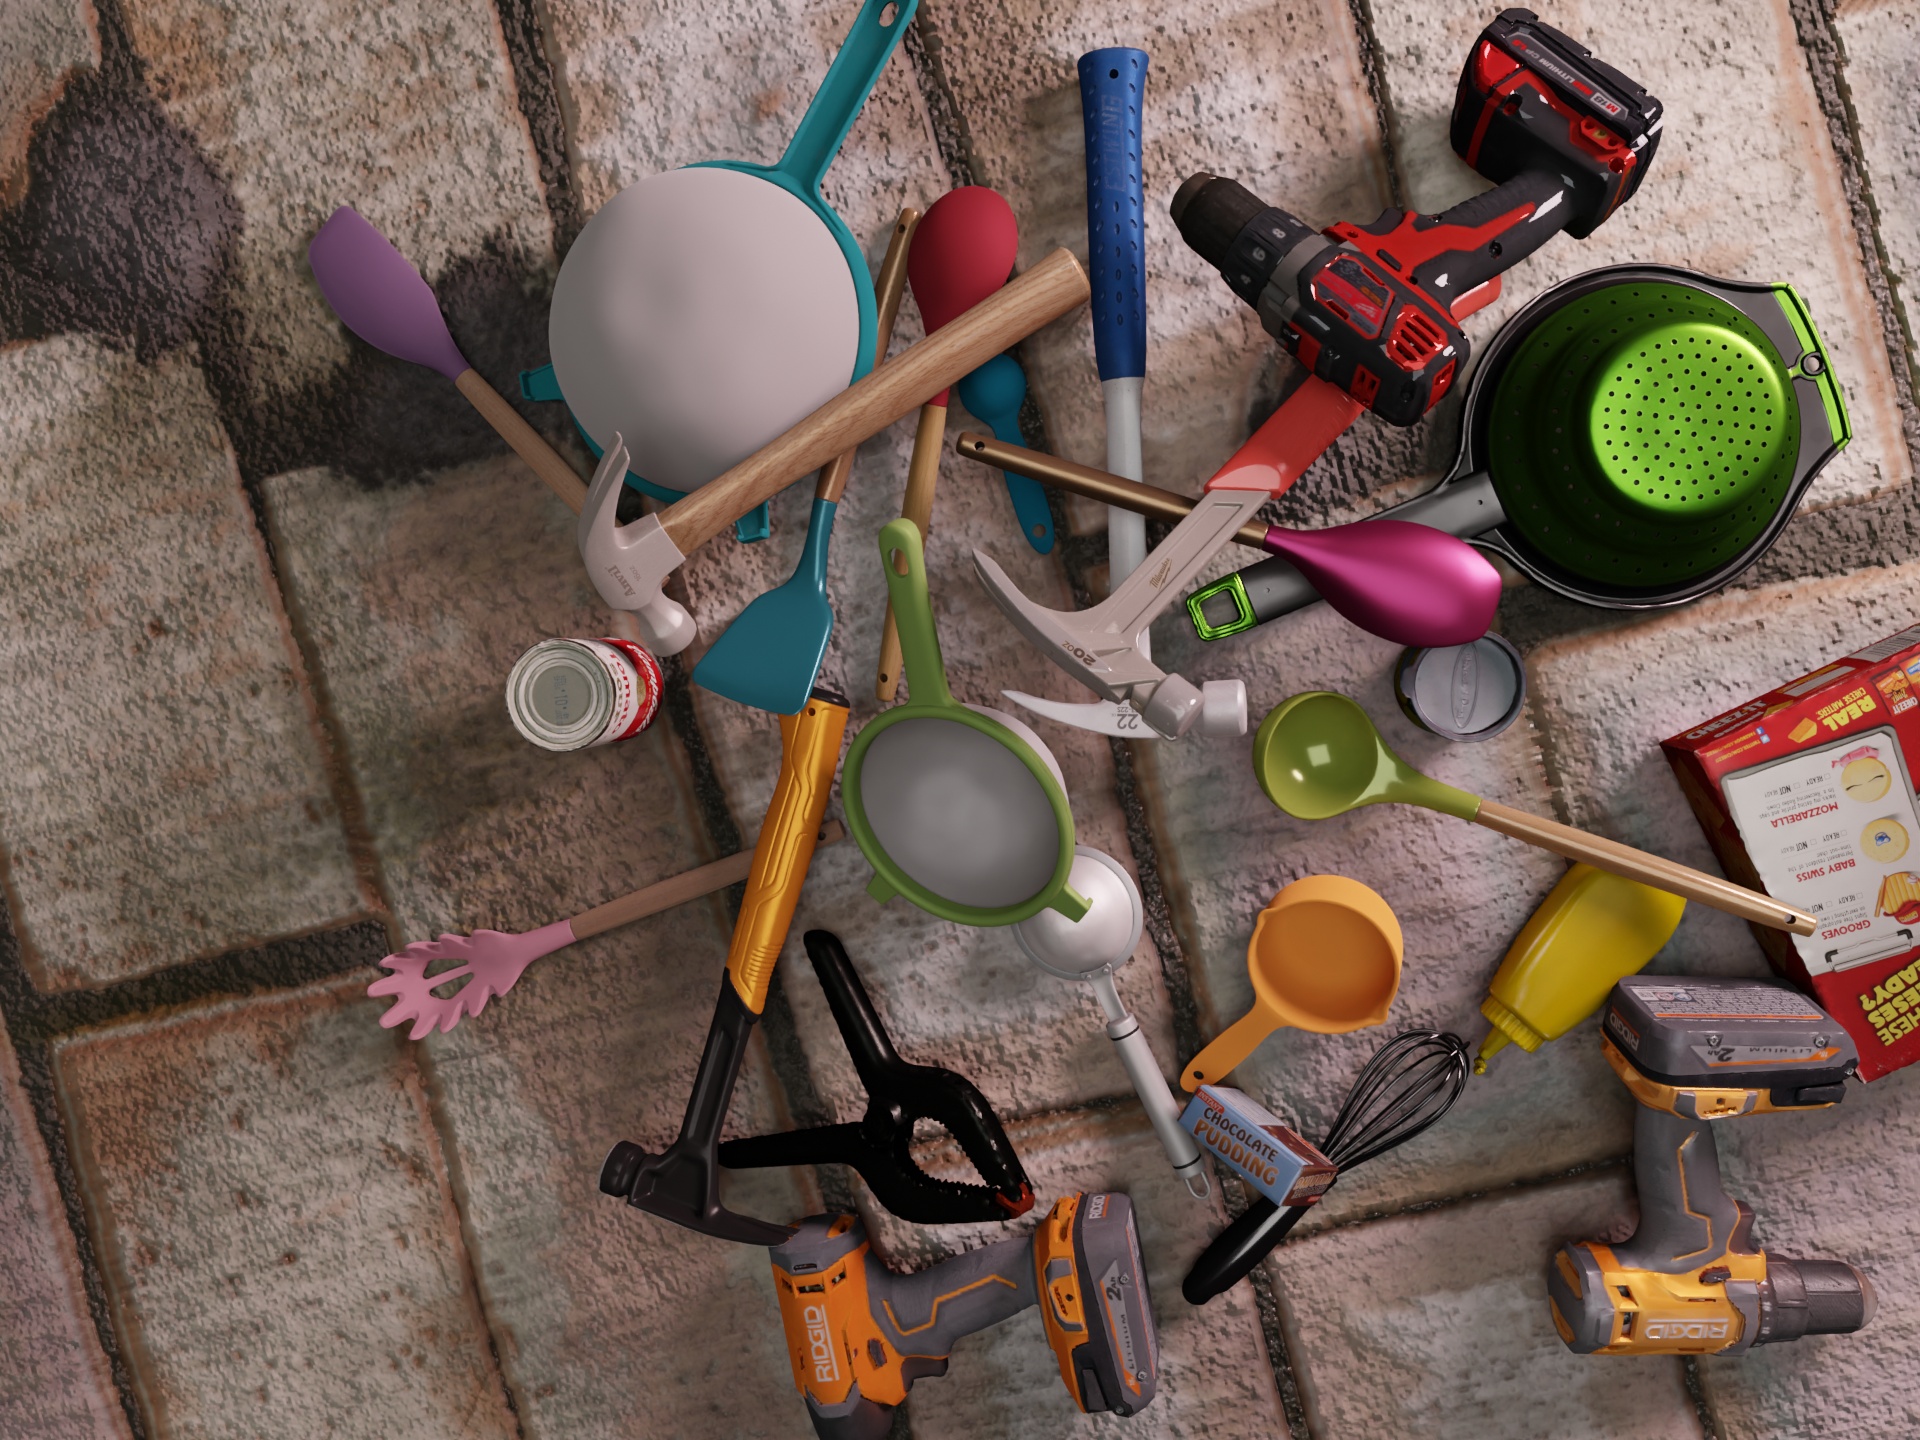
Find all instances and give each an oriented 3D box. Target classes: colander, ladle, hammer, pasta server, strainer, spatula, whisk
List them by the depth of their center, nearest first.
[{"bbox_3d":[0.174,-0.158,0.892,0.149,0.036,0.359,40,76,14],"label":"hammer"},{"bbox_3d":[0.319,-0.133,0.908,0.397,0.094,0.204,-23,91,6],"label":"colander"},{"bbox_3d":[0.322,0.061,0.909,0.320,0.062,0.078,20,96,16],"label":"ladle"},{"bbox_3d":[-0.071,-0.170,0.909,0.331,0.129,0.031,-33,45,-1],"label":"hammer"},{"bbox_3d":[-0.129,-0.286,0.920,0.211,0.095,0.340,34,102,12],"label":"strainer"},{"bbox_3d":[-0.001,-0.003,0.935,0.151,0.069,0.256,1,116,28],"label":"strainer"},{"bbox_3d":[0.090,-0.191,0.945,0.144,0.035,0.405,-2,89,12],"label":"hammer"},{"bbox_3d":[-0.021,-0.165,0.966,0.069,0.031,0.315,14,101,22],"label":"ladle"},{"bbox_3d":[-0.119,0.145,0.968,0.127,0.034,0.337,15,90,15],"label":"hammer"},{"bbox_3d":[0.220,0.274,0.968,0.055,0.055,0.239,43,100,2],"label":"whisk"},{"bbox_3d":[-0.078,-0.161,0.971,0.082,0.044,0.317,18,94,25],"label":"spatula"},{"bbox_3d":[0.097,0.181,0.978,0.087,0.050,0.258,-24,94,22],"label":"strainer"},{"bbox_3d":[-0.297,-0.197,1.003,0.316,0.018,0.059,45,106,2],"label":"spatula"},{"bbox_3d":[-0.221,0.124,1.005,0.316,0.040,0.060,-21,92,5],"label":"pasta server"}]

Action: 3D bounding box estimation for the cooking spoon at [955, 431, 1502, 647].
[{"bbox_3d":[0.148,-0.112,0.905,0.319,0.017,0.069,18,90,7],"label":"cooking spoon"}]

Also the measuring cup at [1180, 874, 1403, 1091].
[{"bbox_3d":[0.195,0.164,0.967,0.095,0.052,0.173,41,120,3],"label":"measuring cup"}]

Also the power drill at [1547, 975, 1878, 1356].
[{"bbox_3d":[0.448,0.265,0.916,0.185,0.084,0.226,1,107,-2],"label":"power drill"}]

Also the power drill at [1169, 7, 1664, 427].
[{"bbox_3d":[0.248,-0.288,0.880,0.227,0.080,0.188,-43,72,-10],"label":"power drill"}]

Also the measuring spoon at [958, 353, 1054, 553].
[{"bbox_3d":[0.033,-0.163,0.971,0.042,0.021,0.128,-18,92,6],"label":"measuring spoon"}]

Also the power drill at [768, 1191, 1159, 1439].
[{"bbox_3d":[0.004,0.381,0.979,0.226,0.084,0.164,-10,93,10],"label":"power drill"}]
